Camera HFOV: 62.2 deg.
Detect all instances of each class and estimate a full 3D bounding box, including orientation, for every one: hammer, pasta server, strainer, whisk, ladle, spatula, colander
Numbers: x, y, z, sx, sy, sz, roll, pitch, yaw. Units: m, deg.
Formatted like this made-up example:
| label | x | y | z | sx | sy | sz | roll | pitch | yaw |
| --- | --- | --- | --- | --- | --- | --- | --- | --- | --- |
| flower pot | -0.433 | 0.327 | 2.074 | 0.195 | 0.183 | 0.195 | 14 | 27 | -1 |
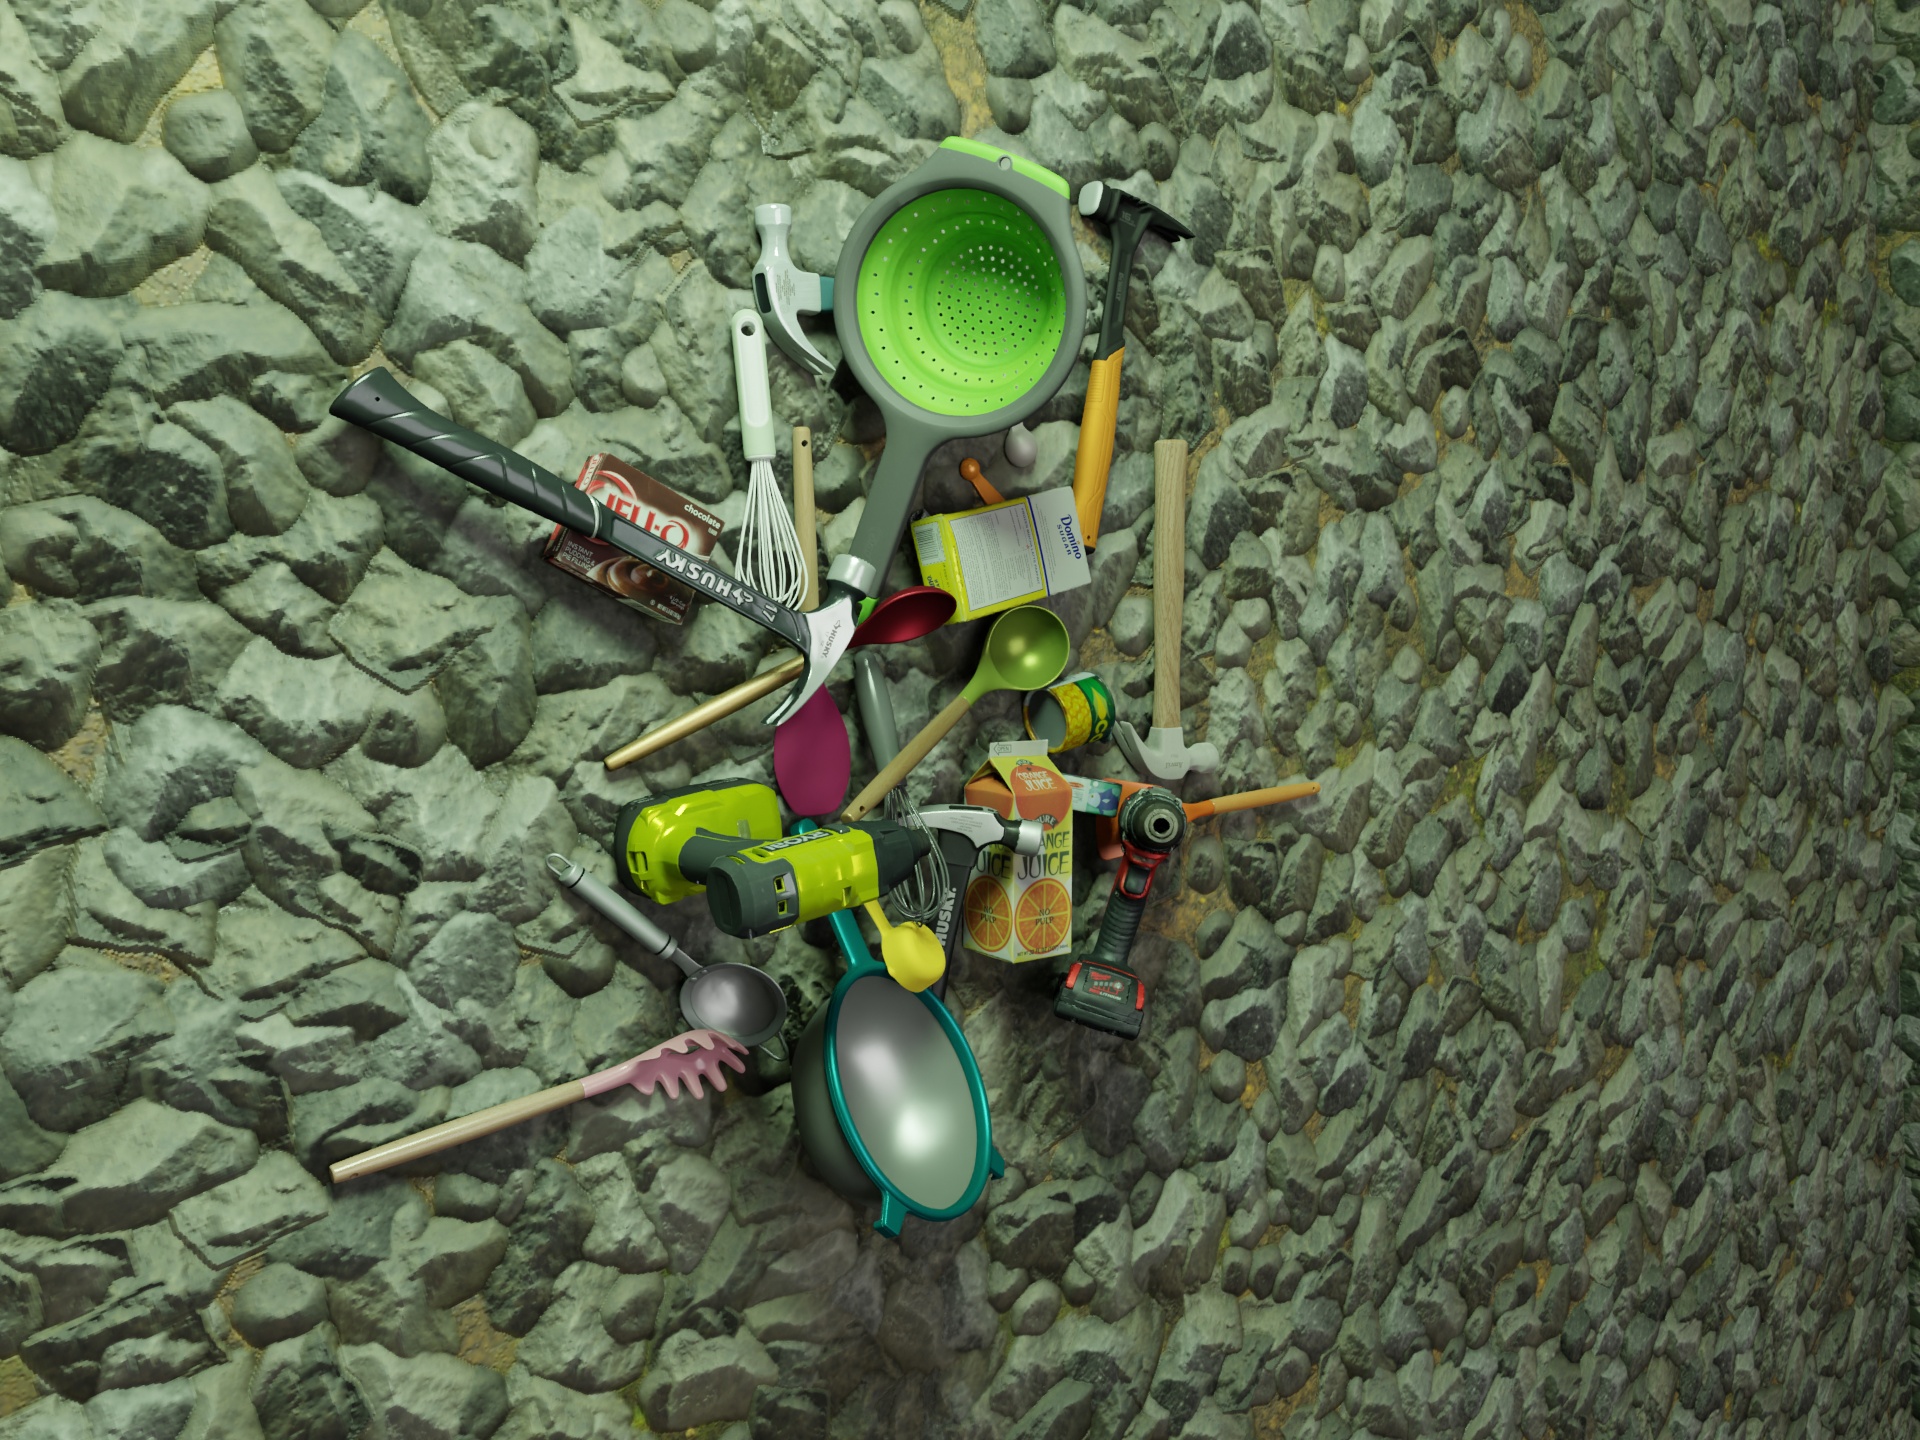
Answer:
| label | x | y | z | sx | sy | sz | roll | pitch | yaw |
| --- | --- | --- | --- | --- | --- | --- | --- | --- | --- |
| hammer | 0.201 | -0.107 | 1.557 | 0.130 | 0.031 | 0.331 | -4 | 97 | -39 |
| hammer | -0.026 | -0.353 | 1.345 | 0.331 | 0.033 | 0.128 | -6 | 98 | -36 |
| pasta server | -0.306 | 0.290 | 1.188 | 0.316 | 0.040 | 0.060 | -13 | 135 | -35 |
| strainer | -0.223 | 0.179 | 1.241 | 0.258 | 0.087 | 0.050 | 44 | 23 | -27 |
| strainer | -0.095 | 0.252 | 1.298 | 0.211 | 0.095 | 0.340 | 0 | 64 | -62 |
| whisk | -0.157 | -0.200 | 1.254 | 0.058 | 0.059 | 0.246 | -6 | 95 | -10 |
| hammer | 0.140 | -0.319 | 1.485 | 0.127 | 0.034 | 0.337 | 11 | 88 | -38 |
| whisk | -0.056 | 0.054 | 1.319 | 0.055 | 0.055 | 0.239 | -4 | 75 | -38 |
| hammer | -0.251 | -0.133 | 1.143 | 0.408 | 0.036 | 0.149 | 28 | 77 | -29 |
| ladle | -0.140 | -0.035 | 1.265 | 0.315 | 0.031 | 0.069 | -29 | 155 | -21 |
| spatula | 0.263 | 0.085 | 1.632 | 0.322 | 0.041 | 0.081 | -6 | 97 | -42 |
| hammer | -0.033 | 0.234 | 1.376 | 0.146 | 0.035 | 0.335 | 11 | 97 | -4 |
| ladle | -0.002 | -0.004 | 1.336 | 0.078 | 0.062 | 0.320 | 59 | 42 | -14 |
| colander | -0.018 | -0.259 | 1.288 | 0.397 | 0.204 | 0.094 | -69 | 170 | 21 |

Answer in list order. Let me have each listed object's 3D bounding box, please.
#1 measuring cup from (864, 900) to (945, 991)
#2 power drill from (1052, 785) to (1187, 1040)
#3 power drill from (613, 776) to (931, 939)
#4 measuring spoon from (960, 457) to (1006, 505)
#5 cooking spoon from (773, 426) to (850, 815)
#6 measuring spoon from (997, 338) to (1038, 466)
| label | x | y | z | sx | sy | sz | roll | pitch | yaw |
| --- | --- | --- | --- | --- | --- | --- | --- | --- | --- |
| measuring cup | -0.061 | 0.151 | 1.320 | 0.156 | 0.029 | 0.062 | 60 | 24 | 2 |
| power drill | 0.154 | 0.170 | 1.451 | 0.080 | 0.188 | 0.227 | 17 | 89 | 3 |
| power drill | -0.143 | 0.098 | 1.179 | 0.171 | 0.223 | 0.080 | -14 | 103 | -37 |
| measuring spoon | 0.038 | -0.191 | 1.430 | 0.116 | 0.011 | 0.021 | 48 | 66 | -31 |
| cooking spoon | -0.124 | -0.080 | 1.306 | 0.068 | 0.017 | 0.319 | -5 | 96 | -27 |
| measuring spoon | 0.051 | -0.290 | 1.426 | 0.034 | 0.018 | 0.124 | -17 | 104 | -36 |
